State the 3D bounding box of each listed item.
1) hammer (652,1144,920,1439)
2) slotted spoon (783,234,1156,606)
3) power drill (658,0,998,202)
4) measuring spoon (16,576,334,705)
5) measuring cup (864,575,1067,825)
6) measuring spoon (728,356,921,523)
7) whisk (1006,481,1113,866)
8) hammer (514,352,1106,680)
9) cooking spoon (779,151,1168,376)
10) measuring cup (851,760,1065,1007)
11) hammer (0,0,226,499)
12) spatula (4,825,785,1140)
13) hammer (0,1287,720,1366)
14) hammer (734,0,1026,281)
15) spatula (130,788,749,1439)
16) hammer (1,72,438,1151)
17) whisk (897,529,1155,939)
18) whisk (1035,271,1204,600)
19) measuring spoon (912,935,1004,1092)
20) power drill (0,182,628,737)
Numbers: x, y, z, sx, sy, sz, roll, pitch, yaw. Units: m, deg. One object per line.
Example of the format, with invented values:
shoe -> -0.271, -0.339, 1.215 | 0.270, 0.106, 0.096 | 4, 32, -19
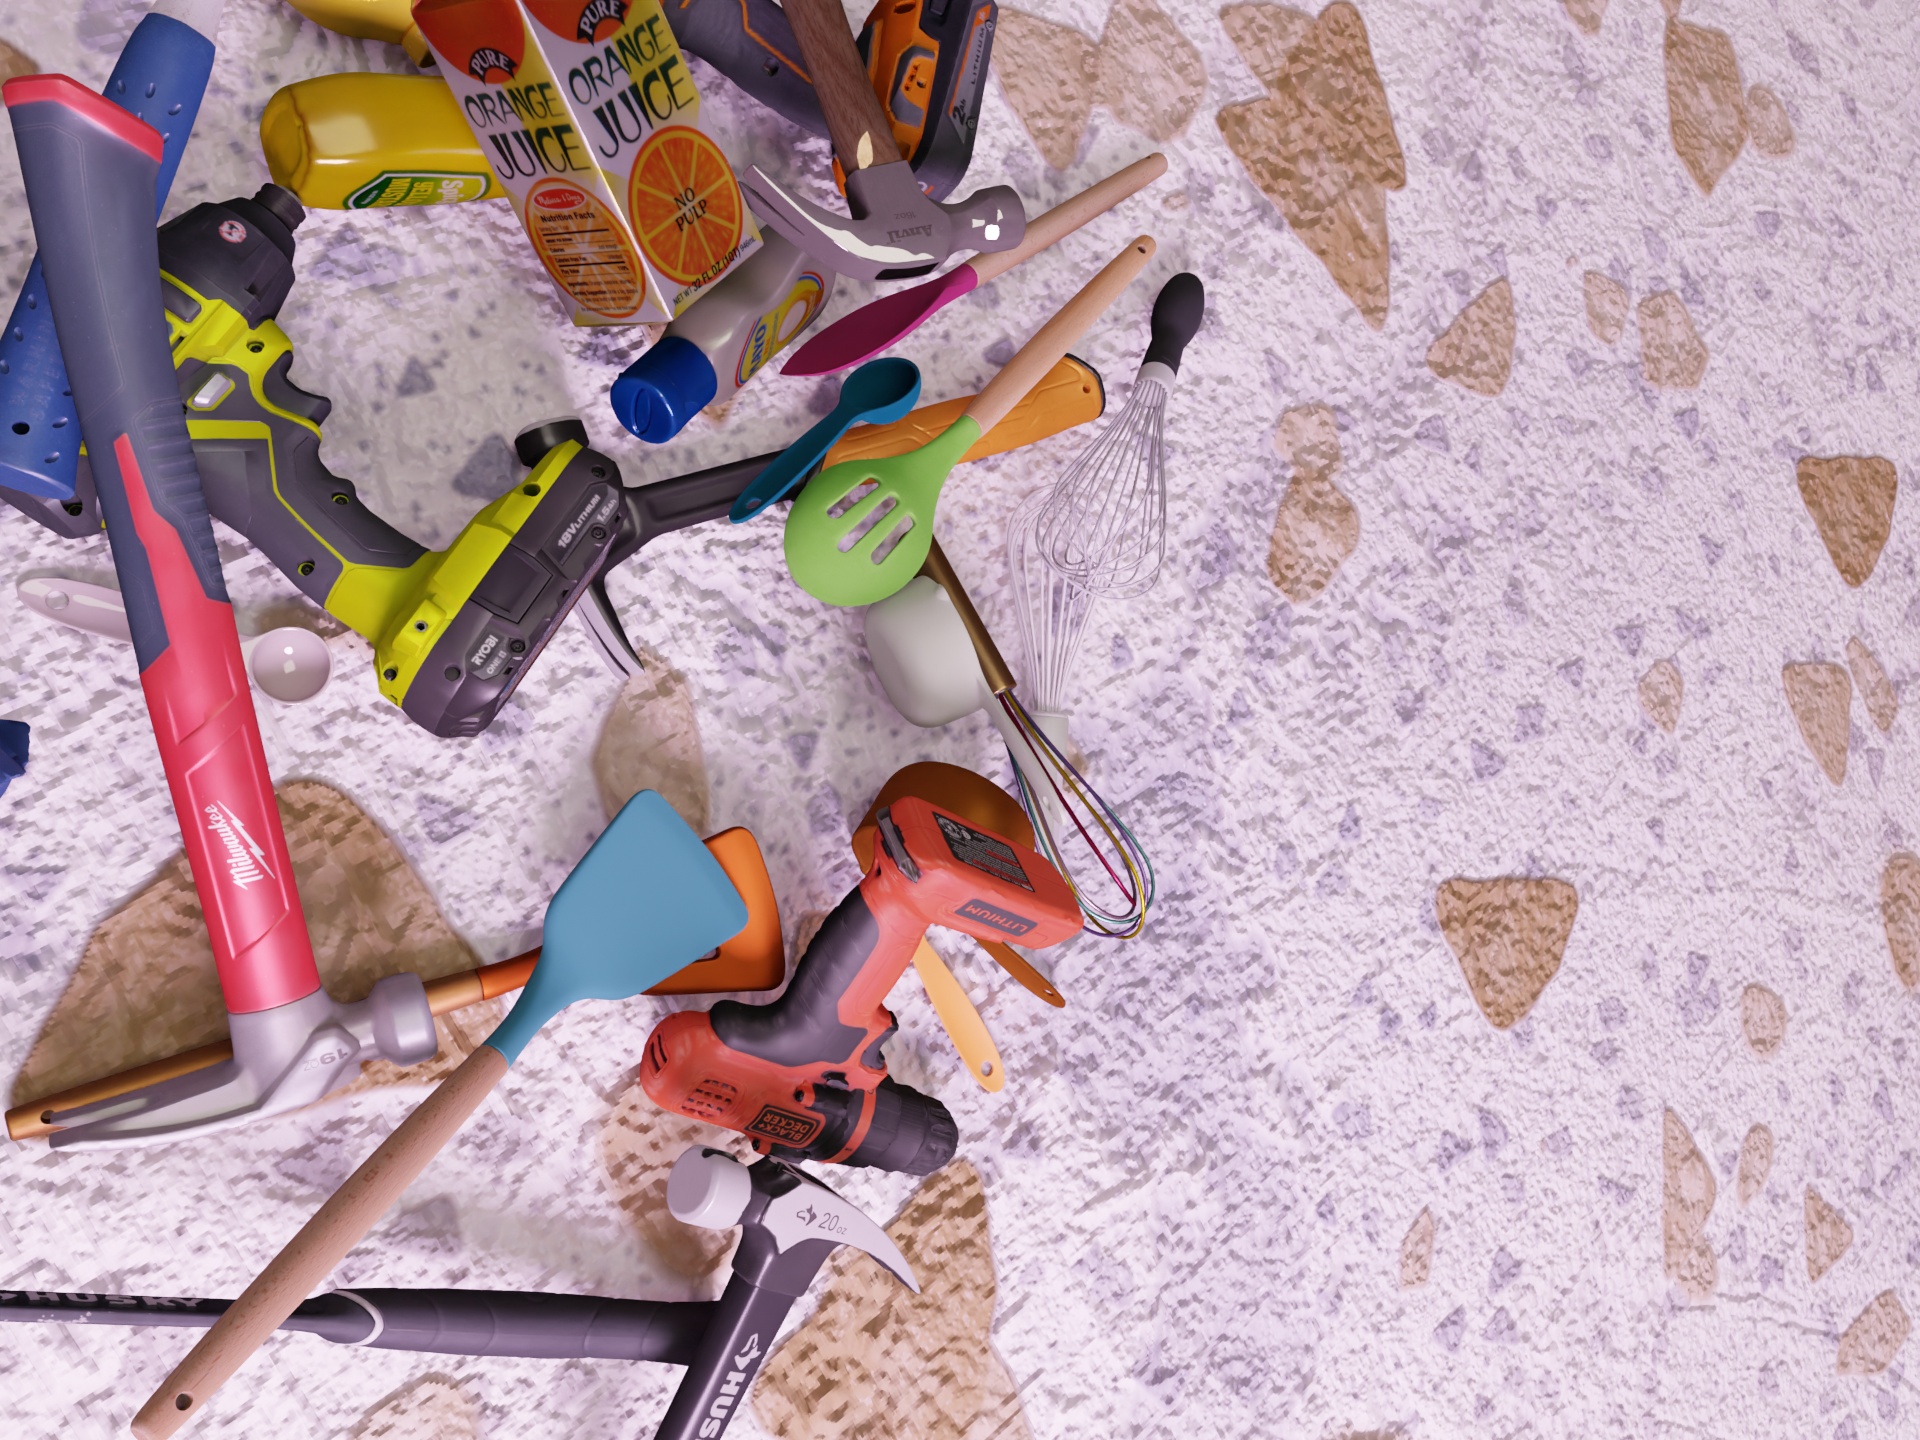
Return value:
hammer -> -0.135, 0.352, 0.689 | 0.146, 0.035, 0.335 | 33, 81, -43
slotted spoon -> 0.018, -0.173, 0.847 | 0.070, 0.031, 0.314 | 45, 61, -7
power drill -> -0.098, -0.367, 0.809 | 0.226, 0.084, 0.164 | 15, 76, -25
measuring spoon -> -0.329, -0.035, 0.672 | 0.124, 0.018, 0.034 | 18, 73, -21
measuring cup -> -0.001, -0.003, 0.790 | 0.038, 0.083, 0.168 | -23, 52, -14
measuring spoon -> -0.067, -0.135, 0.794 | 0.128, 0.042, 0.021 | -46, 141, -19
whisk -> 0.049, -0.010, 0.876 | 0.059, 0.058, 0.246 | 4, 86, 4
hammer -> -0.055, -0.129, 0.832 | 0.337, 0.034, 0.127 | -22, 95, -31
cooking spoon -> 0.021, -0.257, 0.886 | 0.319, 0.069, 0.017 | -40, 124, -33
measuring cup -> 0.017, 0.086, 0.832 | 0.173, 0.095, 0.052 | 49, 56, -35
hammer -> -0.310, -0.283, 0.626 | 0.144, 0.035, 0.406 | 20, 74, -28
spatula -> -0.232, 0.123, 0.693 | 0.322, 0.041, 0.081 | -15, 95, -30
hammer -> -0.264, 0.236, 0.629 | 0.408, 0.149, 0.036 | 20, 78, -37
hammer -> -0.083, -0.367, 0.757 | 0.130, 0.031, 0.331 | -21, 90, -25
spatula -> -0.198, 0.149, 0.634 | 0.082, 0.044, 0.318 | 55, 39, -15
hammer -> -0.301, -0.028, 0.583 | 0.143, 0.038, 0.386 | -14, 109, -26
whisk -> 0.034, 0.003, 0.835 | 0.051, 0.047, 0.245 | -27, 81, -9
whisk -> 0.102, -0.167, 0.885 | 0.070, 0.070, 0.285 | 40, 47, -21
measuring spoon -> -0.007, 0.150, 0.845 | 0.021, 0.011, 0.117 | -37, 107, -28
power drill -> -0.261, -0.110, 0.668 | 0.223, 0.080, 0.171 | 34, 70, -11
